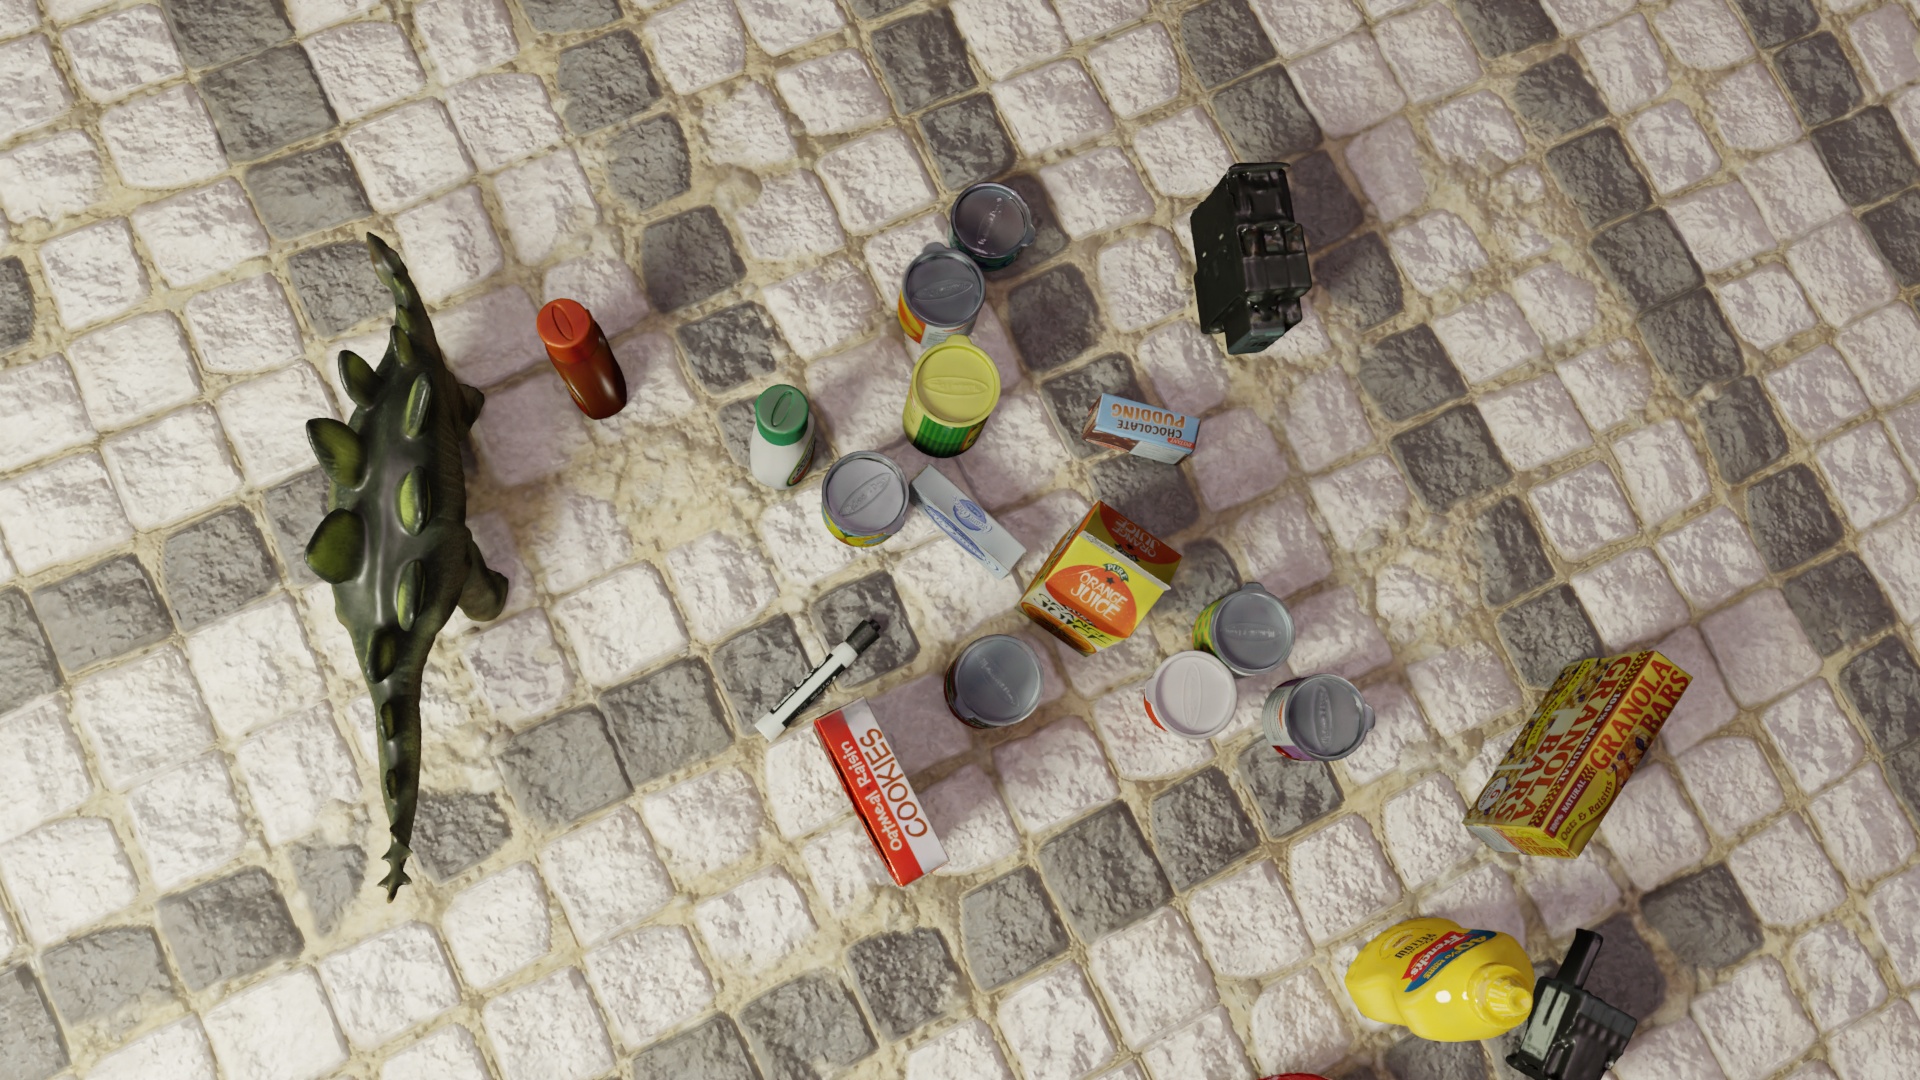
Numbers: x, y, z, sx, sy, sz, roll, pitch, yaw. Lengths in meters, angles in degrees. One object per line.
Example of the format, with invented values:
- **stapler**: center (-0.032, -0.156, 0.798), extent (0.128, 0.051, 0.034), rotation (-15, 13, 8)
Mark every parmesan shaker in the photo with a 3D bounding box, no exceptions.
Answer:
- **parmesan shaker**: center (-0.008, -0.109, 1.068), extent (0.071, 0.103, 0.071), rotation (1, 80, -6)

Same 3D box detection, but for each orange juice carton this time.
- **orange juice carton**: center (0.100, 0.029, 1.008), extent (0.072, 0.192, 0.073), rotation (35, 78, 1)

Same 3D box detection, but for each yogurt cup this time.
- **yogurt cup**: center (0.173, 0.121, 1.070), extent (0.072, 0.054, 0.072), rotation (1, 80, -6)

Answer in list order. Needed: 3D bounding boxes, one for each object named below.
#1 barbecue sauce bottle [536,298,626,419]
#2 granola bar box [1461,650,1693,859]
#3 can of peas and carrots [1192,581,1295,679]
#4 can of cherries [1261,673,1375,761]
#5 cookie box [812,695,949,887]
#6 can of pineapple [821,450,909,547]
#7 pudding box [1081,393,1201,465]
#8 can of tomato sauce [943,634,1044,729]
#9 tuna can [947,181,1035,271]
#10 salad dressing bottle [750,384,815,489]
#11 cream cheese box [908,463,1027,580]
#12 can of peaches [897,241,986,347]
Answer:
- **barbecue sauce bottle**: center (-0.278, -0.136, 1.019), extent (0.044, 0.148, 0.065), rotation (-25, 84, -10)
- **granola bar box**: center (0.466, 0.162, 1.059), extent (0.039, 0.124, 0.166), rotation (38, 78, 1)
- **can of peas and carrots**: center (0.219, 0.071, 1.082), extent (0.071, 0.058, 0.071), rotation (1, 80, -6)
- **can of cherries**: center (0.276, 0.139, 1.076), extent (0.071, 0.058, 0.071), rotation (1, 80, -6)
- **cookie box**: center (-0.060, 0.176, 0.975), extent (0.040, 0.167, 0.123), rotation (-28, 84, -10)
- **can of pineapple**: center (-0.074, -0.029, 1.068), extent (0.071, 0.057, 0.071), rotation (1, 80, -6)
- **pudding box**: center (0.144, -0.088, 1.108), extent (0.084, 0.049, 0.030), rotation (14, 79, -4)
- **can of tomato sauce**: center (0.022, 0.109, 1.040), extent (0.071, 0.083, 0.071), rotation (1, 80, -6)
- **tuna can**: center (0.025, -0.255, 1.135), extent (0.071, 0.032, 0.071), rotation (1, 79, -6)
- **salad dressing bottle**: center (-0.131, -0.078, 1.025), extent (0.044, 0.147, 0.064), rotation (25, 78, -1)
- **cream cheese box**: center (0.004, -0.013, 1.076), extent (0.104, 0.053, 0.024), rotation (41, 78, 2)
- **can of peaches**: center (-0.016, -0.194, 1.106), extent (0.071, 0.058, 0.071), rotation (1, 80, -6)
